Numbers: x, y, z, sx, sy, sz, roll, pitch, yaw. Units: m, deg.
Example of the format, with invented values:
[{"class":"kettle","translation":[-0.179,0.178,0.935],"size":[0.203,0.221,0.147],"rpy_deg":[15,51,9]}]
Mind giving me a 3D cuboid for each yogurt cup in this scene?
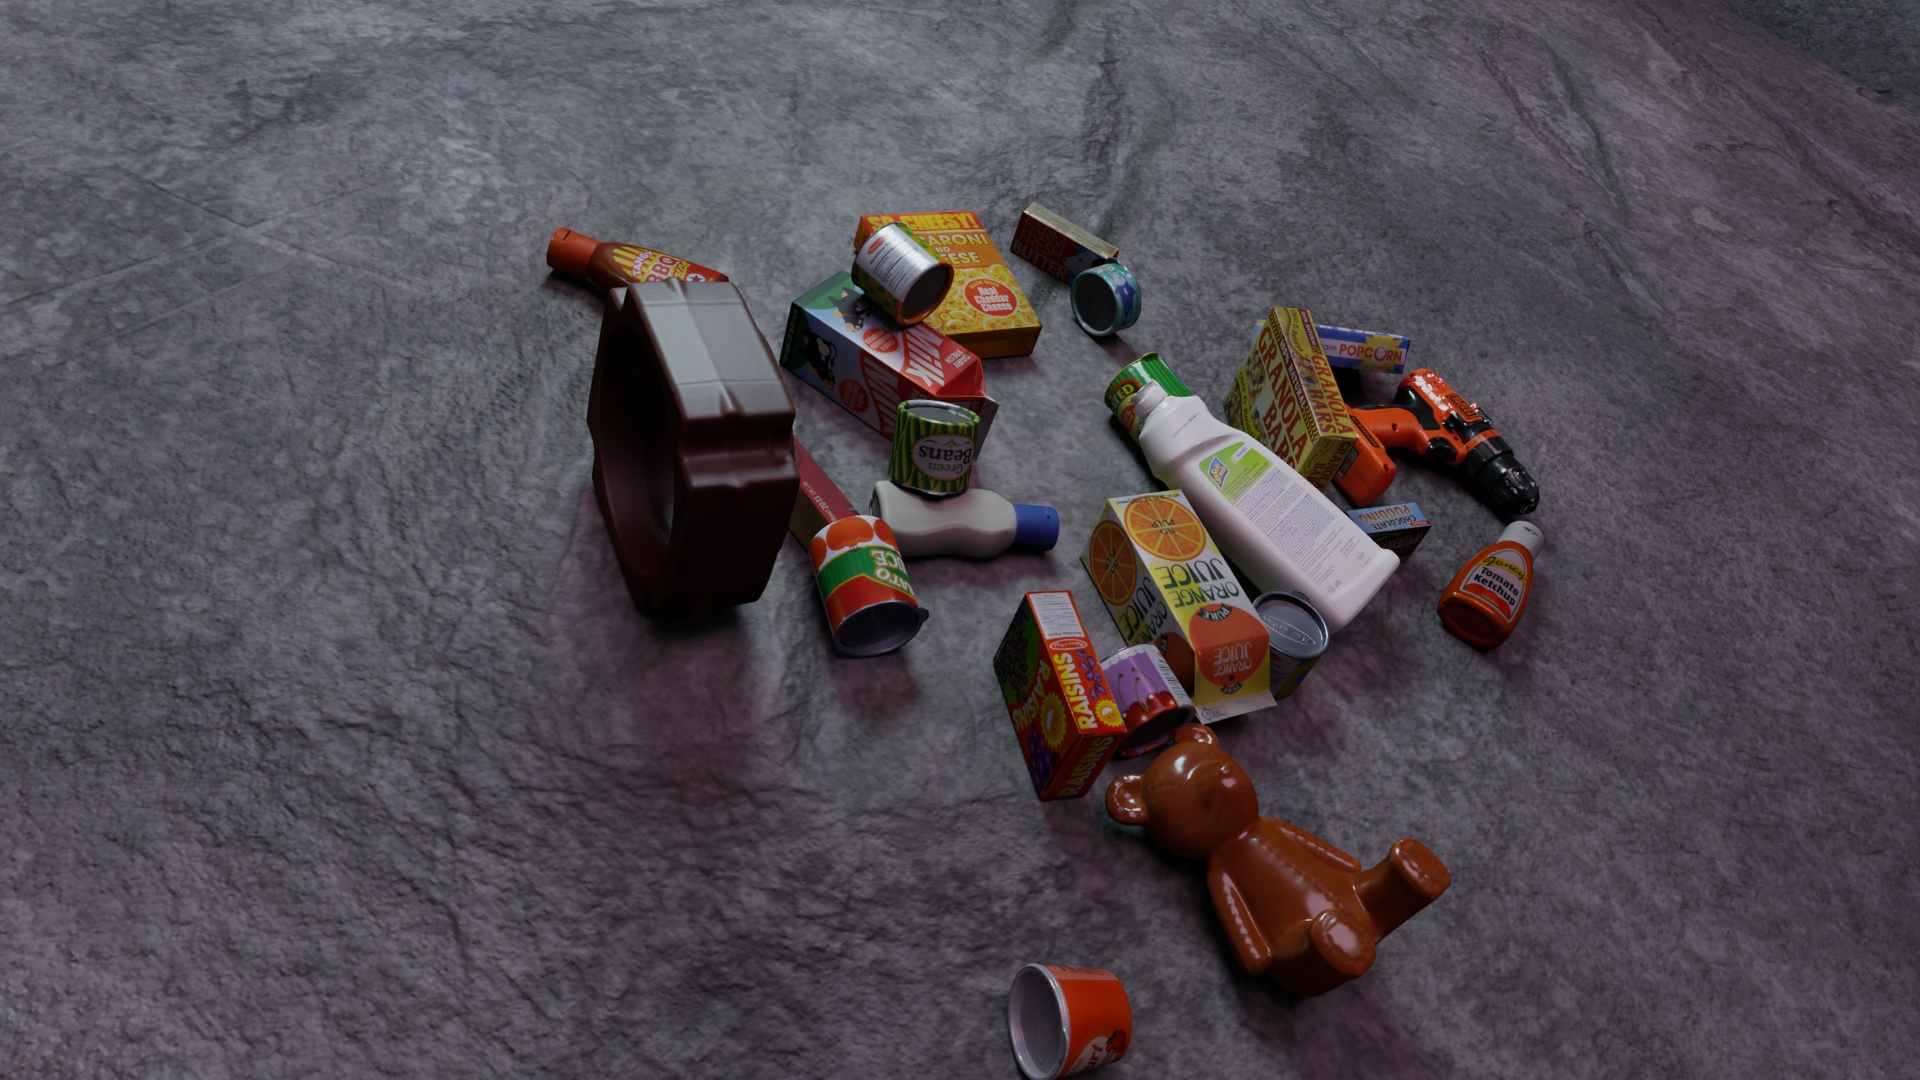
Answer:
[{"class":"yogurt cup","translation":[0.067,0.290,0.840],"size":[0.054,0.072,0.073],"rpy_deg":[5,48,-27]}]

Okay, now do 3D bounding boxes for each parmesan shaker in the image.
[{"class":"parmesan shaker","translation":[0.183,-0.107,1.231],"size":[0.071,0.071,0.103],"rpy_deg":[-14,56,-30]}]

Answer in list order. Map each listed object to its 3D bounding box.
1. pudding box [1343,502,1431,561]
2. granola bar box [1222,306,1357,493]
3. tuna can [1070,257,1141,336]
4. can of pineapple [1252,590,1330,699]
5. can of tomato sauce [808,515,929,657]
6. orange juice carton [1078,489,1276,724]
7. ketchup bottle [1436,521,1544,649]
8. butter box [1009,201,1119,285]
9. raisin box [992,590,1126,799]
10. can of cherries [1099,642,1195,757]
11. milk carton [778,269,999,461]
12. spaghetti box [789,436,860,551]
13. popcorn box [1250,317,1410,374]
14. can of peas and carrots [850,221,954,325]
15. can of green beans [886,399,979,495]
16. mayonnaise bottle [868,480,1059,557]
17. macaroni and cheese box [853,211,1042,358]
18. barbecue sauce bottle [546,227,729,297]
[{"class":"pudding box","translation":[0.364,-0.003,1.219],"size":[0.084,0.049,0.030],"rpy_deg":[-6,50,-25]},{"class":"granola bar box","translation":[0.290,-0.107,1.234],"size":[0.039,0.123,0.166],"rpy_deg":[5,48,-14]},{"class":"tuna can","translation":[0.138,-0.233,1.329],"size":[0.033,0.070,0.071],"rpy_deg":[-24,61,-34]},{"class":"can of pineapple","translation":[0.250,0.082,1.095],"size":[0.071,0.057,0.071],"rpy_deg":[10,47,-11]},{"class":"can of tomato sauce","translation":[-0.069,0.032,1.018],"size":[0.071,0.070,0.083],"rpy_deg":[-4,51,-23]},{"class":"orange juice carton","translation":[0.172,0.056,1.080],"size":[0.072,0.072,0.193],"rpy_deg":[-8,53,-26]},{"class":"ketchup bottle","translation":[0.476,0.034,1.230],"size":[0.065,0.043,0.149],"rpy_deg":[37,47,14]},{"class":"butter box","translation":[0.103,-0.288,1.378],"size":[0.103,0.052,0.024],"rpy_deg":[32,50,10]},{"class":"raisin box","translation":[0.068,0.109,0.986],"size":[0.040,0.085,0.124],"rpy_deg":[-1,50,-23]},{"class":"can of cherries","translation":[0.127,0.118,1.016],"size":[0.072,0.071,0.058],"rpy_deg":[-12,56,-29]},{"class":"milk carton","translation":[-0.054,-0.142,1.177],"size":[0.191,0.072,0.074],"rpy_deg":[35,47,12]},{"class":"spaghetti box","translation":[-0.164,-0.083,1.100],"size":[0.029,0.049,0.251],"rpy_deg":[-23,60,-35]},{"class":"popcorn box","translation":[0.362,-0.192,1.366],"size":[0.127,0.038,0.085],"rpy_deg":[5,10,-16]},{"class":"can of peas and carrots","translation":[-0.047,-0.221,1.157],"size":[0.059,0.070,0.071],"rpy_deg":[43,50,20]},{"class":"can of green beans","translation":[-0.021,-0.075,1.099],"size":[0.071,0.057,0.071],"rpy_deg":[9,19,-3]},{"class":"mayonnaise bottle","translation":[0.004,-0.014,1.105],"size":[0.148,0.041,0.065],"rpy_deg":[4,43,-18]},{"class":"macaroni and cheese box","translation":[-0.015,-0.239,1.301],"size":[0.124,0.040,0.167],"rpy_deg":[-9,54,-26]},{"class":"barbecue sauce bottle","translation":[-0.278,-0.226,1.191],"size":[0.148,0.043,0.065],"rpy_deg":[20,47,-1]}]
